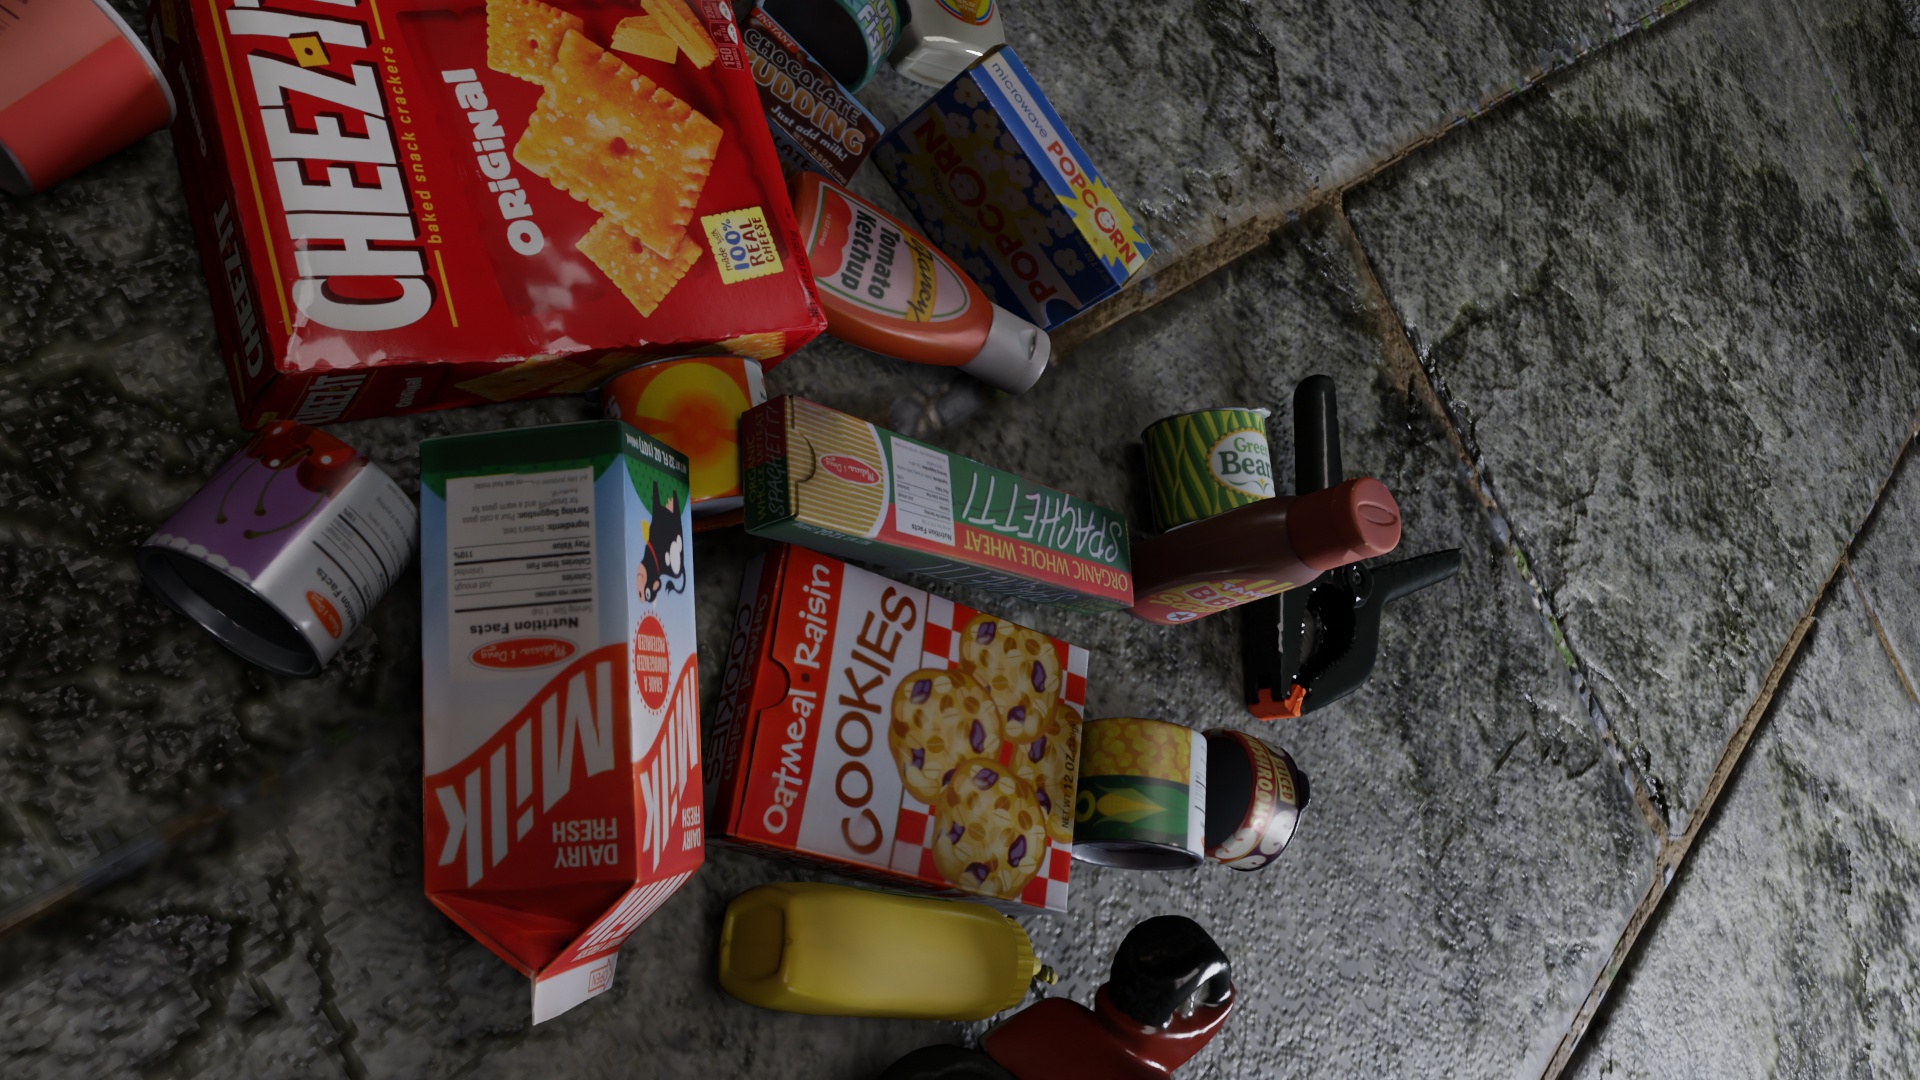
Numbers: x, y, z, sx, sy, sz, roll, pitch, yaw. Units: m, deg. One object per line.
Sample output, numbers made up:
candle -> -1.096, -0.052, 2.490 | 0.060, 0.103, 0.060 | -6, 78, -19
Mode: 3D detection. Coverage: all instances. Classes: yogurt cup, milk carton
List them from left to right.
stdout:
yogurt cup -> -0.300, -0.148, 0.447 | 0.072, 0.072, 0.054 | 46, 61, -17
milk carton -> -0.134, 0.061, 0.476 | 0.073, 0.072, 0.190 | -5, 81, 6

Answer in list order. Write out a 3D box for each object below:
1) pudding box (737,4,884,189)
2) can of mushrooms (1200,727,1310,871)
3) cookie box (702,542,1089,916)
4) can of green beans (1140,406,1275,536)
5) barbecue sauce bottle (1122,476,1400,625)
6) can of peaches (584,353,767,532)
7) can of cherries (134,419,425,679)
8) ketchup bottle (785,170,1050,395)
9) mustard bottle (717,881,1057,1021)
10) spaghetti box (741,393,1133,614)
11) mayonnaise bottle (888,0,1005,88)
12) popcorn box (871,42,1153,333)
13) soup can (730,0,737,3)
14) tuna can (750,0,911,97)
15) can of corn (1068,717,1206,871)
pudding box -> -0.081, -0.202, 0.653 | 0.083, 0.030, 0.050 | 41, 54, -20
can of mushrooms -> 0.136, 0.127, 0.687 | 0.033, 0.071, 0.071 | 23, 63, -29
cookie box -> -0.023, 0.085, 0.598 | 0.167, 0.040, 0.123 | 22, 63, -31
can of green beans -> 0.133, -0.033, 0.740 | 0.071, 0.071, 0.058 | 5, 73, -37
barbecue sauce bottle -> 0.144, 0.006, 0.682 | 0.065, 0.148, 0.044 | 12, 68, -35
can of peaches -> -0.109, -0.037, 0.556 | 0.071, 0.071, 0.058 | -6, 80, -39
can of cherries -> -0.223, 0.002, 0.456 | 0.071, 0.071, 0.059 | 42, 54, -20
ketchup bottle -> -0.025, -0.114, 0.660 | 0.149, 0.043, 0.065 | 23, 66, -31
mustard bottle -> -0.019, 0.168, 0.563 | 0.160, 0.065, 0.049 | 19, 65, -40
spaghetti box -> 0.002, -0.008, 0.612 | 0.250, 0.028, 0.050 | 16, 65, -51
mayonnaise bottle -> -0.015, -0.314, 0.734 | 0.065, 0.041, 0.148 | 2, 75, -36
popcorn box -> 0.024, -0.168, 0.688 | 0.126, 0.085, 0.038 | 52, 51, -12
soup can -> -0.119, -0.295, 0.630 | 0.071, 0.071, 0.084 | 13, 69, -34
tuna can -> -0.061, -0.246, 0.657 | 0.071, 0.071, 0.033 | 41, 56, -20
can of corn -> 0.079, 0.119, 0.651 | 0.071, 0.071, 0.058 | 21, 63, -31
